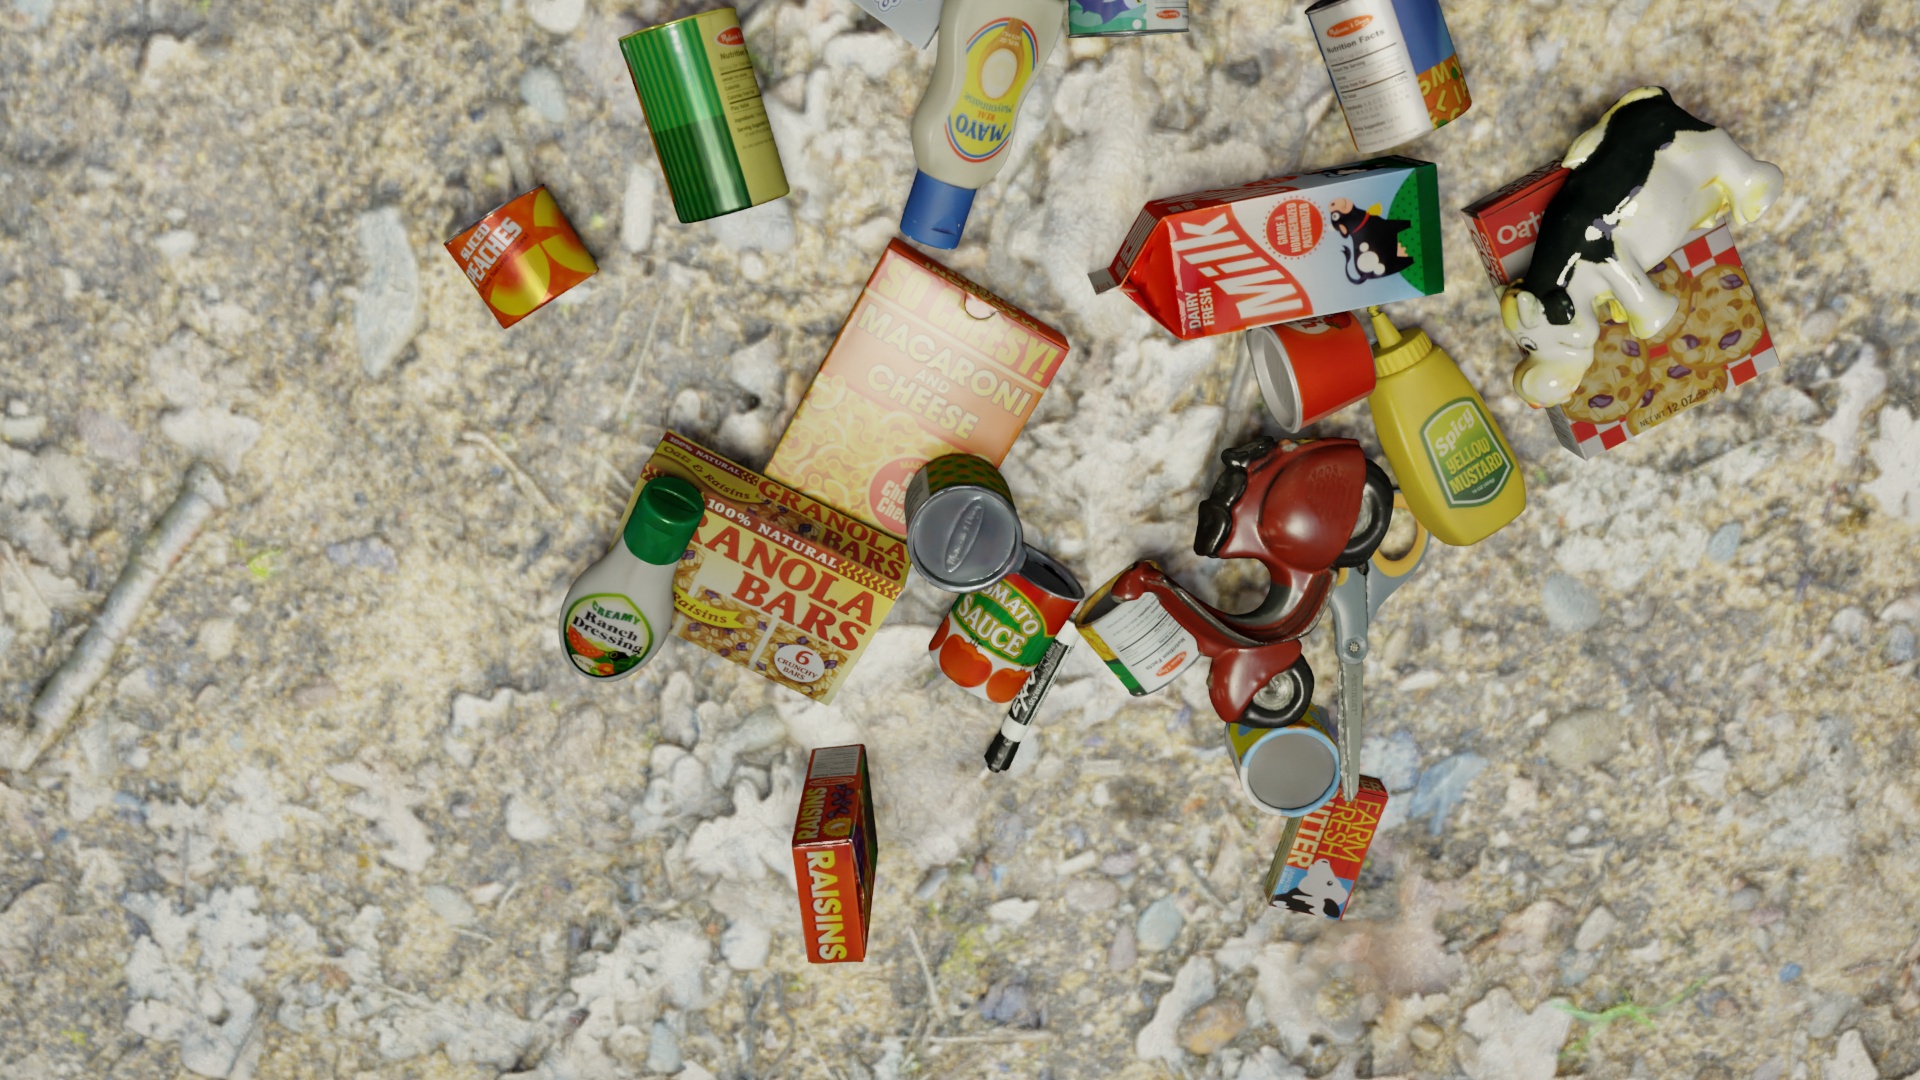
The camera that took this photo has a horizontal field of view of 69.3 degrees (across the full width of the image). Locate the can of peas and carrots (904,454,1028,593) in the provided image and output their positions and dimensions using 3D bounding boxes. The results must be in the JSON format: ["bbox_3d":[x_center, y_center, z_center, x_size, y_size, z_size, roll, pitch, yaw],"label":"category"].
[{"bbox_3d":[0.003,-0.010,0.810,0.071,0.059,0.070,-2,112,-4],"label":"can of peas and carrots"}]

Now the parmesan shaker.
[{"bbox_3d":[-0.142,-0.233,0.769,0.071,0.071,0.102,-14,109,5],"label":"parmesan shaker"}]

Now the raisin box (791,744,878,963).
[{"bbox_3d":[-0.078,0.198,0.888,0.040,0.124,0.085,-4,109,2],"label":"raisin box"}]

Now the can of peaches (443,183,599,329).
[{"bbox_3d":[-0.251,-0.161,0.794,0.071,0.071,0.058,-29,108,10],"label":"can of peaches"}]

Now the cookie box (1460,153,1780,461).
[{"bbox_3d":[0.386,-0.149,0.814,0.123,0.040,0.167,-28,106,9],"label":"cookie box"}]

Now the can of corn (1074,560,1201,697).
[{"bbox_3d":[0.113,0.054,0.870,0.071,0.071,0.058,-38,99,12],"label":"can of corn"}]

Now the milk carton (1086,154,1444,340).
[{"bbox_3d":[0.168,-0.164,0.792,0.191,0.072,0.073,-10,109,4],"label":"milk carton"}]

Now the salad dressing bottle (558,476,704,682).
[{"bbox_3d":[-0.191,0.024,0.813,0.064,0.044,0.147,27,129,-9],"label":"salad dressing bottle"}]

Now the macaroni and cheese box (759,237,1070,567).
[{"bbox_3d":[-0.029,-0.078,0.838,0.124,0.040,0.166,28,107,-10],"label":"macaroni and cheese box"}]

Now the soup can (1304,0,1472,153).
[{"bbox_3d":[0.236,-0.266,0.762,0.071,0.071,0.083,-24,108,8],"label":"soup can"}]

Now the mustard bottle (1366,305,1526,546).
[{"bbox_3d":[0.279,-0.075,0.832,0.065,0.049,0.160,-33,102,-7],"label":"mustard bottle"}]

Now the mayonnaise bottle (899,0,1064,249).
[{"bbox_3d":[0.005,-0.238,0.777,0.065,0.041,0.147,6,118,-29],"label":"mayonnaise bottle"}]

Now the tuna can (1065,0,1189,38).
[{"bbox_3d":[0.089,-0.291,0.754,0.071,0.071,0.032,-2,108,1],"label":"tuna can"}]

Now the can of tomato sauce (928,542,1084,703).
[{"bbox_3d":[0.027,0.050,0.866,0.071,0.071,0.083,29,107,-9],"label":"can of tomato sauce"}]

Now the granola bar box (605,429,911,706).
[{"bbox_3d":[-0.128,0.020,0.851,0.165,0.039,0.123,26,129,-8],"label":"granola bar box"}]

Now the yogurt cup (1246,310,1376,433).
[{"bbox_3d":[0.208,-0.103,0.818,0.054,0.072,0.072,-19,108,-2],"label":"yogurt cup"}]

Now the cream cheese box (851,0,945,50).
[{"bbox_3d":[-0.013,-0.328,0.761,0.053,0.024,0.103,33,106,-12],"label":"cream cheese box"}]

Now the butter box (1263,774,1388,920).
[{"bbox_3d":[0.247,0.206,0.943,0.053,0.024,0.103,13,108,-4],"label":"butter box"}]

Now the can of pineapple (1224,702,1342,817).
[{"bbox_3d":[0.211,0.136,0.902,0.071,0.058,0.070,0,109,0],"label":"can of pineapple"}]
